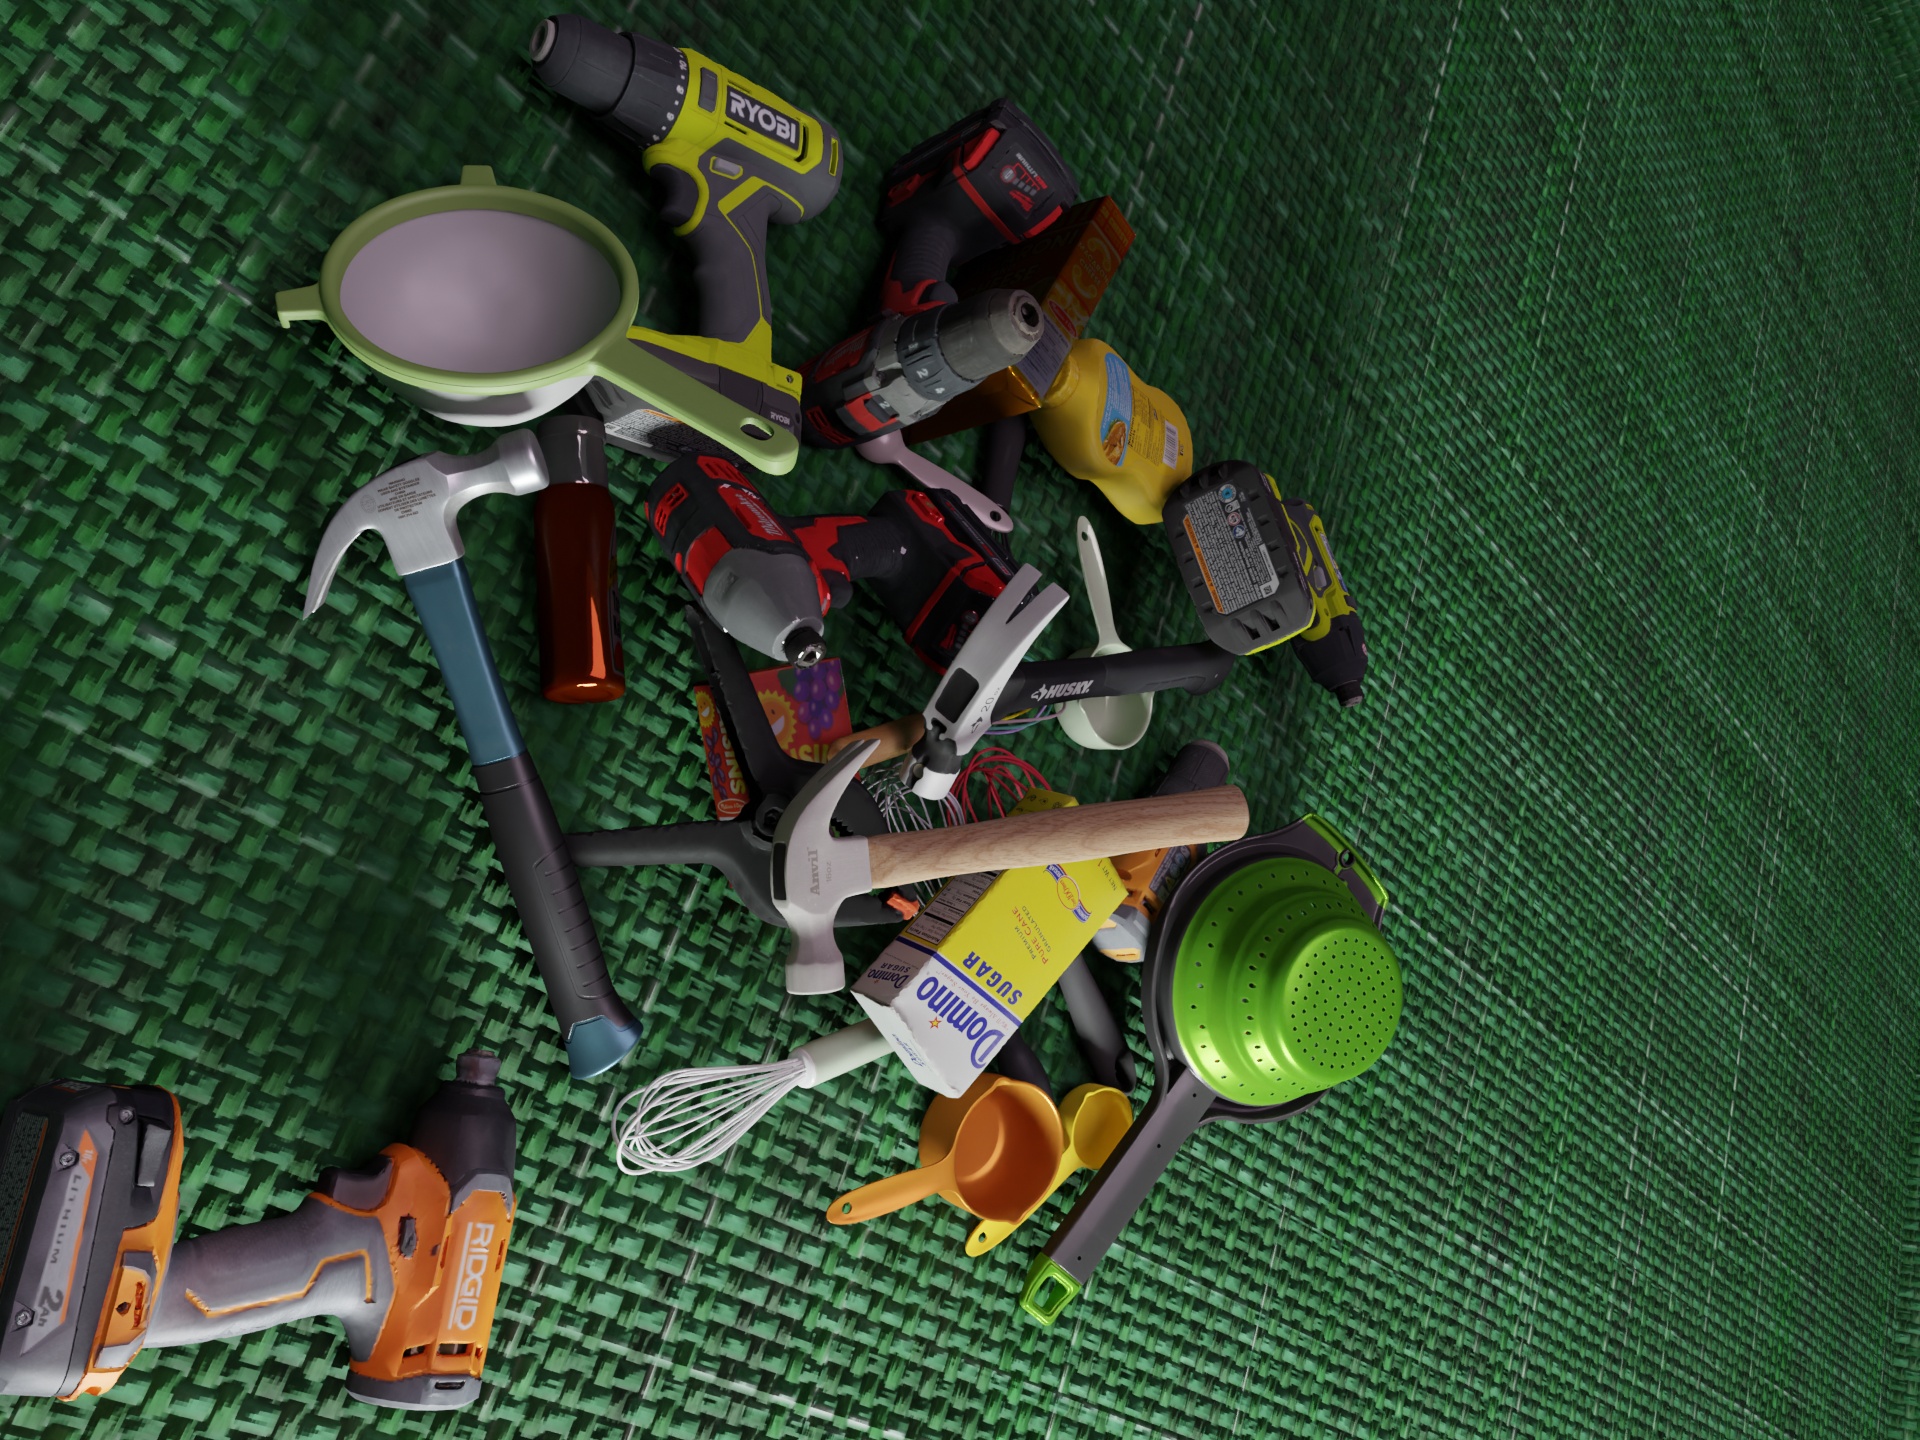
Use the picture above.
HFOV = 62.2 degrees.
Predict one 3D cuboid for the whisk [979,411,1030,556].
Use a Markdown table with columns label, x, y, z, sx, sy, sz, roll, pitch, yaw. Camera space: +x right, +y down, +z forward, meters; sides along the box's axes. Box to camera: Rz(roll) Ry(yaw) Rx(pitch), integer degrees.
| label | x | y | z | sx | sy | sz | roll | pitch | yaw |
| --- | --- | --- | --- | --- | --- | --- | --- | --- | --- |
| whisk | 0.025 | -0.143 | 1.077 | 0.055 | 0.055 | 0.239 | 26 | 64 | -39 |

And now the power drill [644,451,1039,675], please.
| label | x | y | z | sx | sy | sz | roll | pitch | yaw |
| --- | --- | --- | --- | --- | --- | --- | --- | --- | --- |
| power drill | -0.063 | -0.081 | 0.913 | 0.219 | 0.078 | 0.143 | 1 | 43 | -49 |

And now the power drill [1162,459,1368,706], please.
| label | x | y | z | sx | sy | sz | roll | pitch | yaw |
| --- | --- | --- | --- | --- | --- | --- | --- | --- | --- |
| power drill | 0.243 | -0.100 | 1.197 | 0.223 | 0.080 | 0.171 | 12 | 56 | -60 |

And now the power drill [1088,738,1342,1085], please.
| label | x | y | z | sx | sy | sz | roll | pitch | yaw |
| --- | --- | --- | --- | --- | --- | --- | --- | --- | --- |
| power drill | 0.194 | 0.142 | 1.184 | 0.226 | 0.084 | 0.185 | 48 | 56 | -23 |

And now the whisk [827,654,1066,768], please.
| label | x | y | z | sx | sy | sz | roll | pitch | yaw |
| --- | --- | --- | --- | --- | --- | --- | --- | --- | --- |
| whisk | -0.001 | -0.005 | 1.014 | 0.245 | 0.047 | 0.051 | -18 | 94 | -53 |

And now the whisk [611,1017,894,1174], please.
| label | x | y | z | sx | sy | sz | roll | pitch | yaw |
| --- | --- | --- | --- | --- | --- | --- | --- | --- | --- |
| whisk | -0.099 | 0.206 | 0.928 | 0.246 | 0.058 | 0.059 | -13 | 129 | -46 |

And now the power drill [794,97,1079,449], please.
| label | x | y | z | sx | sy | sz | roll | pitch | yaw |
| --- | --- | --- | --- | --- | --- | --- | --- | --- | --- |
| power drill | -0.002 | -0.273 | 0.972 | 0.080 | 0.188 | 0.227 | 41 | 55 | -31 |

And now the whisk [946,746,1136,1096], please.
| label | x | y | z | sx | sy | sz | roll | pitch | yaw |
| --- | --- | --- | --- | --- | --- | --- | --- | --- | --- |
| whisk | 0.063 | 0.144 | 1.077 | 0.073 | 0.073 | 0.295 | -44 | 122 | -37 |

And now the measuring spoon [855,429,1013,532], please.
| label | x | y | z | sx | sy | sz | roll | pitch | yaw |
| --- | --- | --- | --- | --- | --- | --- | --- | --- | --- |
| measuring spoon | -0.014 | -0.160 | 1.031 | 0.124 | 0.018 | 0.034 | 32 | 61 | -12 |

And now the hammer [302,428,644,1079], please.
| label | x | y | z | sx | sy | sz | roll | pitch | yaw |
| --- | --- | --- | --- | --- | --- | --- | --- | --- | --- |
| hammer | -0.225 | 0.030 | 0.798 | 0.128 | 0.033 | 0.330 | -15 | 107 | -3 |

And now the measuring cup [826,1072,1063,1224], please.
| label | x | y | z | sx | sy | sz | roll | pitch | yaw |
| --- | --- | --- | --- | --- | --- | --- | --- | --- | --- |
| measuring cup | -0.018 | 0.275 | 0.990 | 0.173 | 0.052 | 0.095 | -10 | 96 | -33 |

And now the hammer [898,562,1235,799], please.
| label | x | y | z | sx | sy | sz | roll | pitch | yaw |
| --- | --- | --- | --- | --- | --- | --- | --- | --- | --- |
| hammer | 0.095 | -0.033 | 1.038 | 0.334 | 0.035 | 0.146 | -9 | 133 | -54 |

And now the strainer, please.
| label | x | y | z | sx | sy | sz | roll | pitch | yaw |
| --- | --- | --- | --- | --- | --- | --- | --- | --- | --- |
| strainer | -0.193 | -0.172 | 0.791 | 0.256 | 0.069 | 0.151 | 30 | 54 | 9 |

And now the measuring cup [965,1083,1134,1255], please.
| label | x | y | z | sx | sy | sz | roll | pitch | yaw |
| --- | --- | --- | --- | --- | --- | --- | --- | --- | --- |
| measuring cup | 0.055 | 0.304 | 1.077 | 0.156 | 0.029 | 0.062 | -35 | 112 | -27 |

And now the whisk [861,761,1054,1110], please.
| label | x | y | z | sx | sy | sz | roll | pitch | yaw |
| --- | --- | --- | --- | --- | --- | --- | --- | --- | --- |
| whisk | 0.006 | 0.150 | 1.020 | 0.070 | 0.070 | 0.284 | -41 | 118 | -38 |

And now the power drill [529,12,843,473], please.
| label | x | y | z | sx | sy | sz | roll | pitch | yaw |
| --- | --- | --- | --- | --- | --- | --- | --- | --- | --- |
| power drill | -0.159 | -0.269 | 0.897 | 0.190 | 0.080 | 0.229 | 13 | 74 | -42 |

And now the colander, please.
| label | x | y | z | sx | sy | sz | roll | pitch | yaw |
| --- | --- | --- | --- | --- | --- | --- | --- | --- | --- |
| colander | 0.183 | 0.245 | 1.069 | 0.204 | 0.094 | 0.397 | 45 | 74 | -22 |

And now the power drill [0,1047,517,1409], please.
| label | x | y | z | sx | sy | sz | roll | pitch | yaw |
| --- | --- | --- | --- | --- | --- | --- | --- | --- | --- |
| power drill | -0.302 | 0.218 | 0.709 | 0.226 | 0.084 | 0.164 | 23 | 69 | -44 |

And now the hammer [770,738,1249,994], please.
| label | x | y | z | sx | sy | sz | roll | pitch | yaw |
| --- | --- | --- | --- | --- | --- | --- | --- | --- | --- |
| hammer | 0.040 | 0.067 | 0.924 | 0.331 | 0.031 | 0.130 | -5 | 90 | -35 |

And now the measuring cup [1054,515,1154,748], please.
| label | x | y | z | sx | sy | sz | roll | pitch | yaw |
| --- | --- | --- | --- | --- | --- | --- | --- | --- | --- |
| measuring cup | 0.091 | -0.061 | 1.136 | 0.083 | 0.038 | 0.167 | -12 | 92 | -43 |
